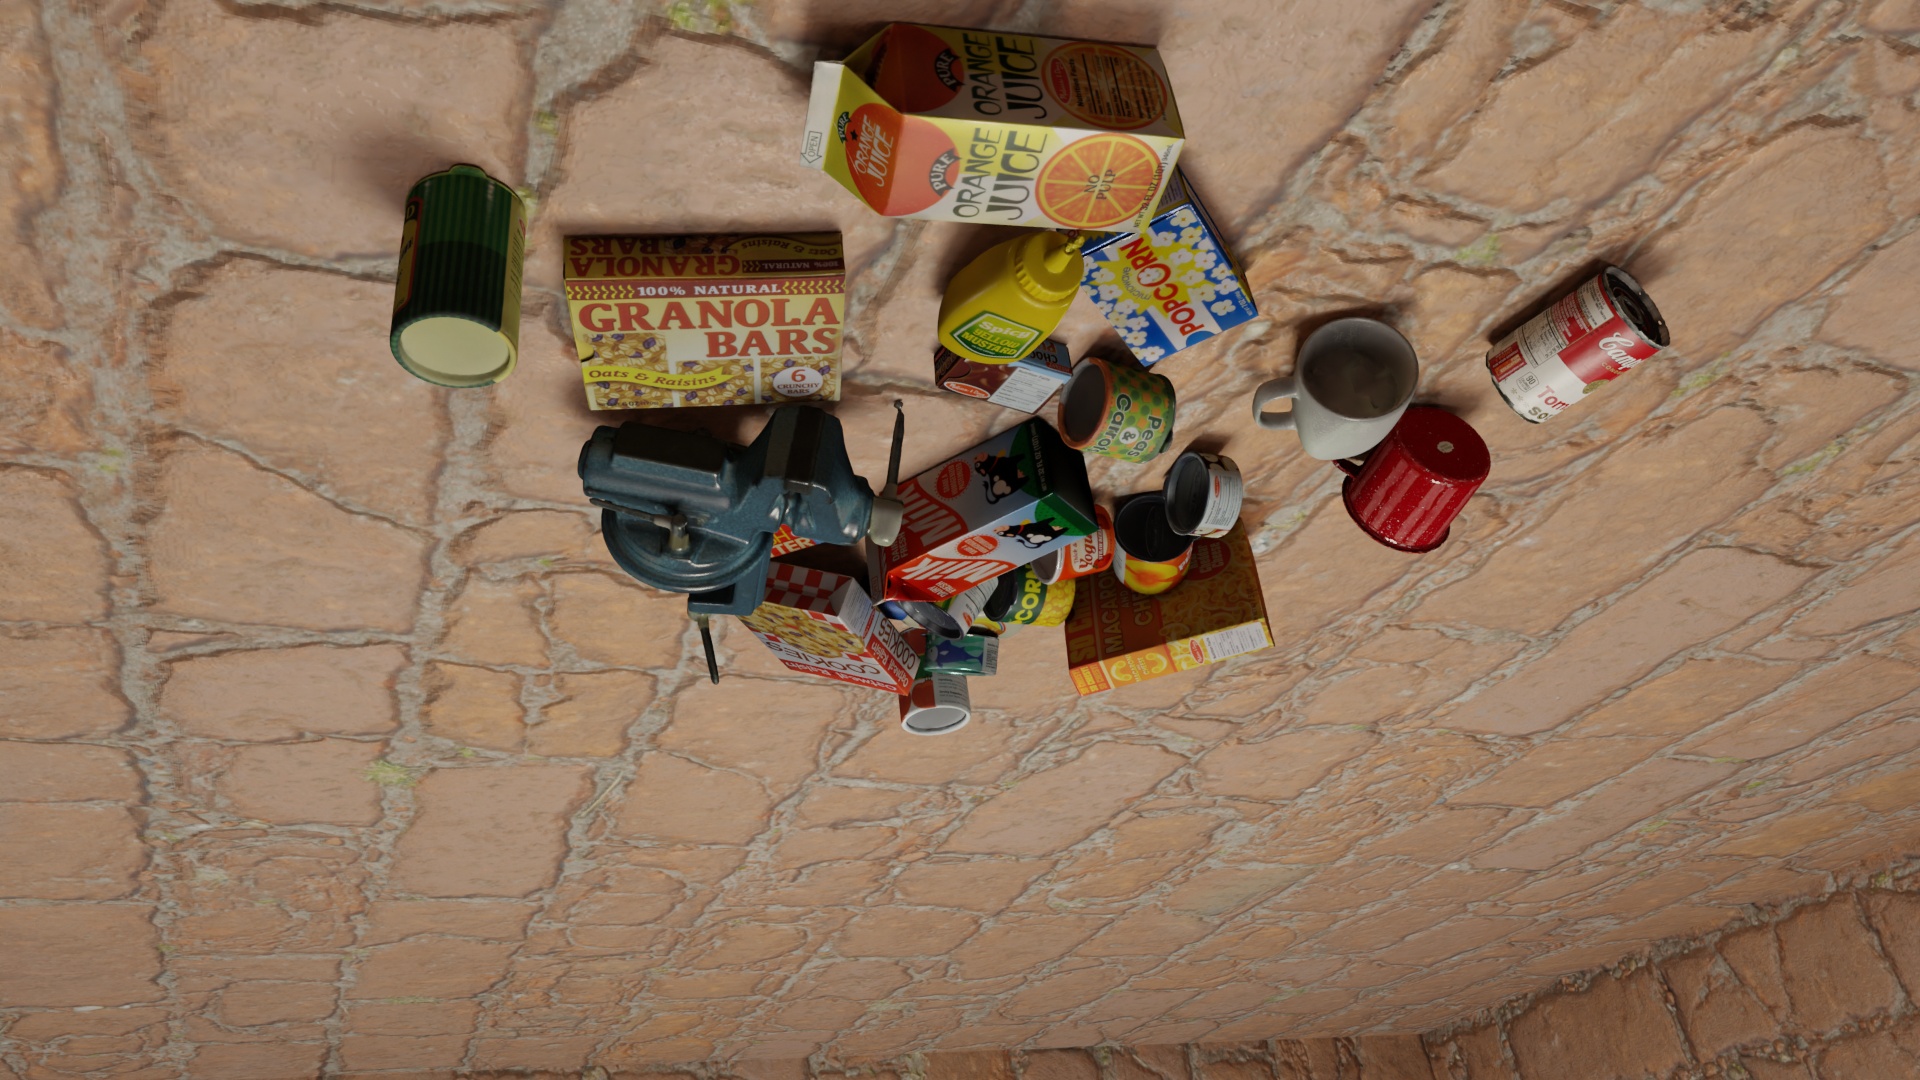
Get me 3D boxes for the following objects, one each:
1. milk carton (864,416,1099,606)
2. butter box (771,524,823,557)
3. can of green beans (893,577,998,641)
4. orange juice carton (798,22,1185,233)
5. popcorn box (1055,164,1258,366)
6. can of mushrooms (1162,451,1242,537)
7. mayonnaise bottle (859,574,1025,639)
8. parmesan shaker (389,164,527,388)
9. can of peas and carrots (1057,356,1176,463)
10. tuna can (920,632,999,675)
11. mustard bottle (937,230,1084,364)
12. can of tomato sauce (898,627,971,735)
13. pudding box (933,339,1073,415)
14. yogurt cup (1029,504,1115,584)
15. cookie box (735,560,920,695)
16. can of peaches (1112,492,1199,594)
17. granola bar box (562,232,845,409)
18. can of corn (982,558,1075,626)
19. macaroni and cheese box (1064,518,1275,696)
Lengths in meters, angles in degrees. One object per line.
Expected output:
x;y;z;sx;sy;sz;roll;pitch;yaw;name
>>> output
0.004;-0.013;1.075;0.190;0.072;0.073;-25;145;25;milk carton
-0.138;-0.014;1.087;0.103;0.024;0.053;-16;147;12;butter box
-0.011;0.041;1.148;0.071;0.058;0.071;28;158;13;can of green beans
0.013;-0.220;0.742;0.193;0.073;0.071;1;147;-13;orange juice carton
0.126;-0.171;0.880;0.085;0.038;0.126;-23;145;21;popcorn box
0.190;-0.036;1.091;0.033;0.071;0.070;5;146;-22;can of mushrooms
-0.016;0.056;1.212;0.148;0.041;0.064;8;153;-25;mayonnaise bottle
-0.276;-0.145;0.766;0.071;0.103;0.071;-6;148;-3;parmesan shaker
0.110;-0.090;0.977;0.059;0.071;0.070;11;144;-27;can of peas and carrots
-0.002;0.101;1.232;0.071;0.033;0.071;4;170;1;tuna can
0.036;-0.150;0.835;0.065;0.049;0.160;16;165;-16;mustard bottle
-0.028;0.131;1.291;0.071;0.083;0.071;-6;148;-3;can of tomato sauce
0.029;-0.119;0.950;0.084;0.030;0.049;12;144;-29;pudding box
0.090;0.000;1.127;0.054;0.072;0.072;-5;149;-20;yogurt cup
-0.118;0.072;1.171;0.123;0.040;0.167;10;156;24;cookie box
0.161;0.004;1.143;0.071;0.071;0.057;-8;149;-1;can of peaches
-0.156;-0.135;0.871;0.166;0.039;0.123;-3;148;-9;granola bar box
0.058;0.039;1.175;0.058;0.071;0.070;7;145;-25;can of corn
0.170;0.055;1.175;0.166;0.124;0.040;-16;129;13;macaroni and cheese box
